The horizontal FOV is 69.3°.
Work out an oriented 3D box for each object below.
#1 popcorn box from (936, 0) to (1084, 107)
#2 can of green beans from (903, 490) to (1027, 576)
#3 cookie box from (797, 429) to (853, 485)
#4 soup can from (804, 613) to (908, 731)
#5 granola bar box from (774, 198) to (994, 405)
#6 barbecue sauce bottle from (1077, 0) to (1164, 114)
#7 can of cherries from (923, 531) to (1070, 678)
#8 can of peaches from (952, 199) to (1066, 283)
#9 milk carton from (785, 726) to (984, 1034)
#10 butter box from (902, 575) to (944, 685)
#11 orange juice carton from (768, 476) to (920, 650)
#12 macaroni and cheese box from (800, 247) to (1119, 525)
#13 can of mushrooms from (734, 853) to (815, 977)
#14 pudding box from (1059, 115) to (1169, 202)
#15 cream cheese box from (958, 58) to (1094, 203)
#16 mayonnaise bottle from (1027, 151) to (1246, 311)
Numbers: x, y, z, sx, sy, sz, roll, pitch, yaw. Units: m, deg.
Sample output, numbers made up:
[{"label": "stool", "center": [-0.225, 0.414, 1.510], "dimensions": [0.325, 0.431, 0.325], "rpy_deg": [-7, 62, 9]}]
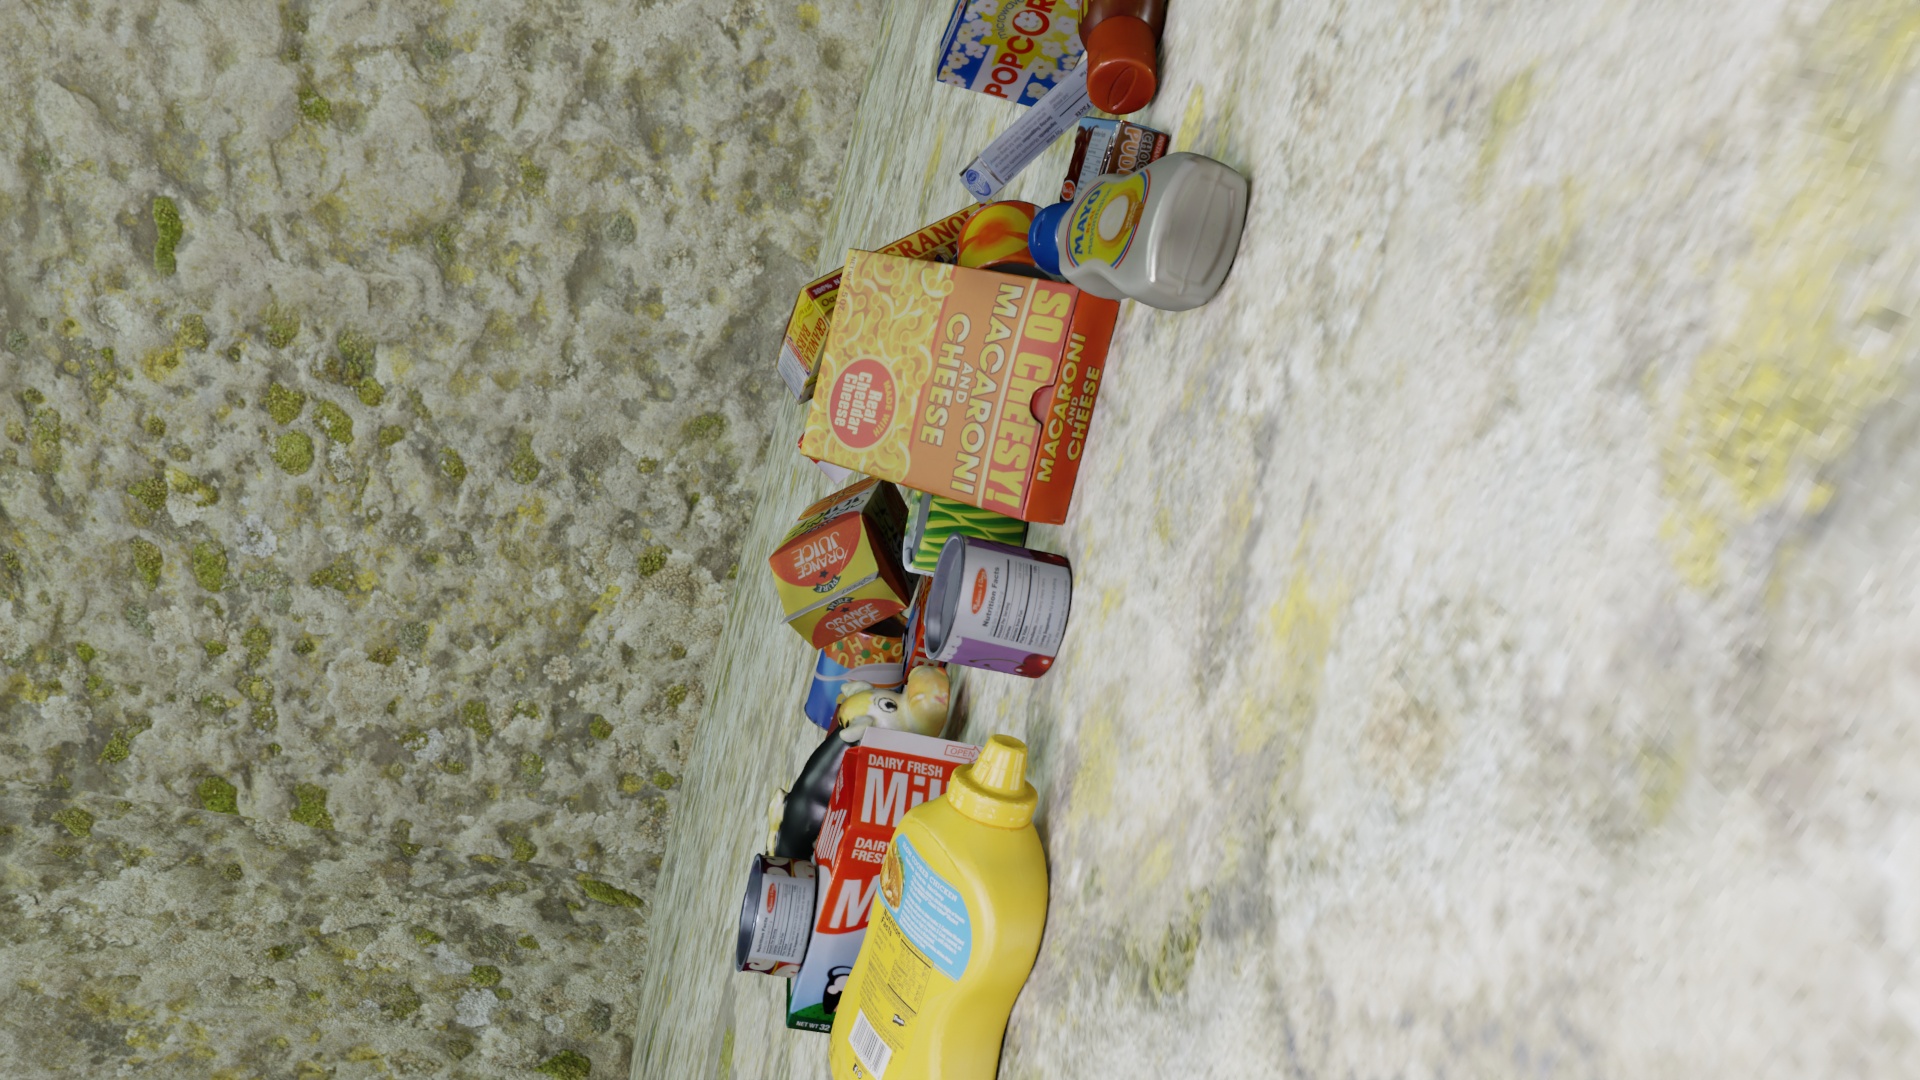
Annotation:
[{"label": "popcorn box", "center": [0.042, -0.346, 0.922], "dimensions": [0.126, 0.085, 0.038], "rpy_deg": [131, 148, -64]}, {"label": "can of green beans", "center": [0.002, -0.008, 0.818], "dimensions": [0.071, 0.058, 0.071], "rpy_deg": [-165, 88, -77]}, {"label": "cookie box", "center": [-0.030, -0.119, 0.898], "dimensions": [0.122, 0.040, 0.168], "rpy_deg": [-36, 16, 29]}, {"label": "soup can", "center": [-0.072, 0.097, 1.028], "dimensions": [0.071, 0.071, 0.083], "rpy_deg": [-113, 38, -69]}, {"label": "granola bar box", "center": [-0.050, -0.174, 1.011], "dimensions": [0.039, 0.166, 0.123], "rpy_deg": [55, 155, 7]}, {"label": "barbecue sauce bottle", "center": [0.088, -0.295, 0.764], "dimensions": [0.064, 0.044, 0.149], "rpy_deg": [122, 157, -51]}, {"label": "can of cherries", "center": [0.018, 0.033, 0.709], "dimensions": [0.071, 0.058, 0.071], "rpy_deg": [-167, 88, -77]}, {"label": "can of peaches", "center": [0.028, -0.158, 0.828], "dimensions": [0.070, 0.071, 0.058], "rpy_deg": [115, 162, -45]}, {"label": "milk carton", "center": [-0.044, 0.189, 0.794], "dimensions": [0.074, 0.072, 0.189], "rpy_deg": [-103, 27, -63]}, {"label": "butter box", "center": [-0.014, 0.043, 0.916], "dimensions": [0.053, 0.024, 0.103], "rpy_deg": [-94, 21, -56]}, {"label": "orange juice carton", "center": [-0.077, 0.014, 0.961], "dimensions": [0.073, 0.072, 0.193], "rpy_deg": [63, -170, -11]}, {"label": "macaroni and cheese box", "center": [-0.006, -0.086, 0.756], "dimensions": [0.166, 0.040, 0.123], "rpy_deg": [18, 96, 38]}, {"label": "can of mushrooms", "center": [-0.106, 0.214, 0.794], "dimensions": [0.071, 0.033, 0.071], "rpy_deg": [-167, 88, -77]}, {"label": "pudding box", "center": [0.079, -0.196, 0.732], "dimensions": [0.084, 0.030, 0.049], "rpy_deg": [-115, 38, -70]}, {"label": "cream cheese box", "center": [0.047, -0.243, 0.813], "dimensions": [0.104, 0.024, 0.053], "rpy_deg": [-43, 10, -7]}, {"label": "mayonnaise bottle", "center": [0.073, -0.138, 0.630], "dimensions": [0.148, 0.041, 0.064], "rpy_deg": [28, 101, 68]}]
